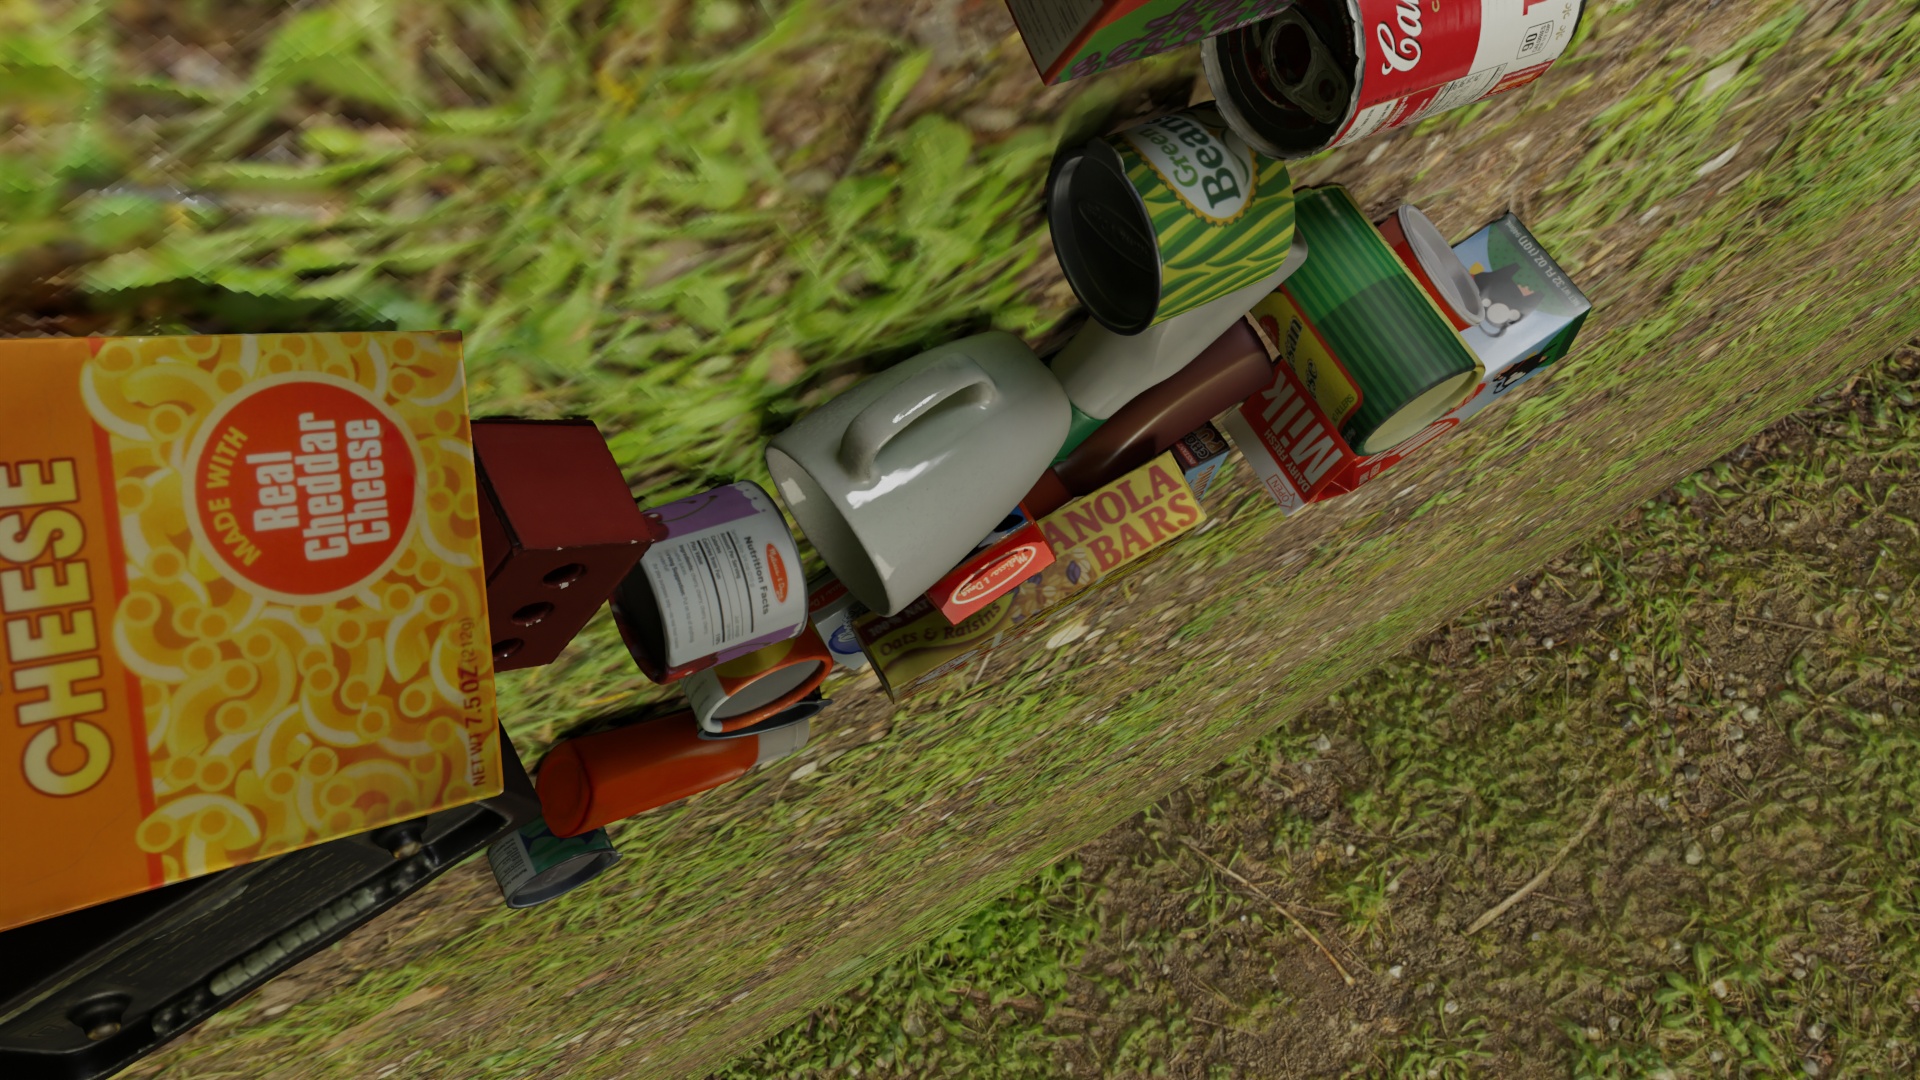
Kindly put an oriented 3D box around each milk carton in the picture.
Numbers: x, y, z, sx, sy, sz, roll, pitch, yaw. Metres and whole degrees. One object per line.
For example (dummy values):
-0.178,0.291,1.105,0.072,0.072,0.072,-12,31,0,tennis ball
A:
0.245,-0.092,0.782,0.190,0.072,0.073,-32,162,4,milk carton

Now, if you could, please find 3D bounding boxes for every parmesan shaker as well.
0.171,-0.096,0.608,0.071,0.103,0.071,-27,161,-10,parmesan shaker

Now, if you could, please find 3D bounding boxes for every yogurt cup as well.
0.212,-0.121,0.675,0.053,0.072,0.072,-33,163,32,yogurt cup

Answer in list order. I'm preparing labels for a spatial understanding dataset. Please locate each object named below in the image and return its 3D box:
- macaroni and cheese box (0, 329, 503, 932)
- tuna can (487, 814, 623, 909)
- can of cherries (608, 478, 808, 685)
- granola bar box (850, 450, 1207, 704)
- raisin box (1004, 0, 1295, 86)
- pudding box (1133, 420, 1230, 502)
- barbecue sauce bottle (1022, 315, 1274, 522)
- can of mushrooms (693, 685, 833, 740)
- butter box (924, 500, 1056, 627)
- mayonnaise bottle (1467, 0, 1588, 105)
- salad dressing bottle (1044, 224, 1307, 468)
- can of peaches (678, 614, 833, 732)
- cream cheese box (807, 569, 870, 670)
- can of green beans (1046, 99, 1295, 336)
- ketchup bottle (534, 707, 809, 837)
-0.193,0.017,0.312,0.040,0.123,0.167,3,-171,44,macaroni and cheese box
-0.233,0.181,0.800,0.071,0.033,0.071,-28,161,-10,tuna can
-0.101,0.016,0.537,0.058,0.071,0.071,-20,158,-29,can of cherries
0.030,0.023,0.678,0.166,0.039,0.124,-28,173,-7,granola bar box
0.070,-0.161,0.329,0.086,0.040,0.123,-23,-179,-20,raisin box
0.107,-0.043,0.728,0.030,0.050,0.083,-27,162,-16,pudding box
0.075,-0.055,0.659,0.148,0.044,0.065,-33,168,8,barbecue sauce bottle
-0.103,0.077,0.713,0.071,0.033,0.071,-14,164,-4,can of mushrooms
0.002,-0.008,0.599,0.053,0.104,0.024,-32,117,4,butter box
0.203,-0.213,0.461,0.065,0.041,0.147,-25,159,-23,mayonnaise bottle
0.075,-0.087,0.581,0.147,0.044,0.064,-41,161,31,salad dressing bottle
-0.096,0.045,0.626,0.071,0.058,0.071,-27,160,-10,can of peaches
-0.054,0.038,0.727,0.053,0.024,0.103,-31,161,4,cream cheese box
0.071,-0.111,0.476,0.058,0.071,0.071,-25,160,-19,can of green beans
-0.149,0.115,0.746,0.149,0.043,0.064,-12,154,-45,ketchup bottle
